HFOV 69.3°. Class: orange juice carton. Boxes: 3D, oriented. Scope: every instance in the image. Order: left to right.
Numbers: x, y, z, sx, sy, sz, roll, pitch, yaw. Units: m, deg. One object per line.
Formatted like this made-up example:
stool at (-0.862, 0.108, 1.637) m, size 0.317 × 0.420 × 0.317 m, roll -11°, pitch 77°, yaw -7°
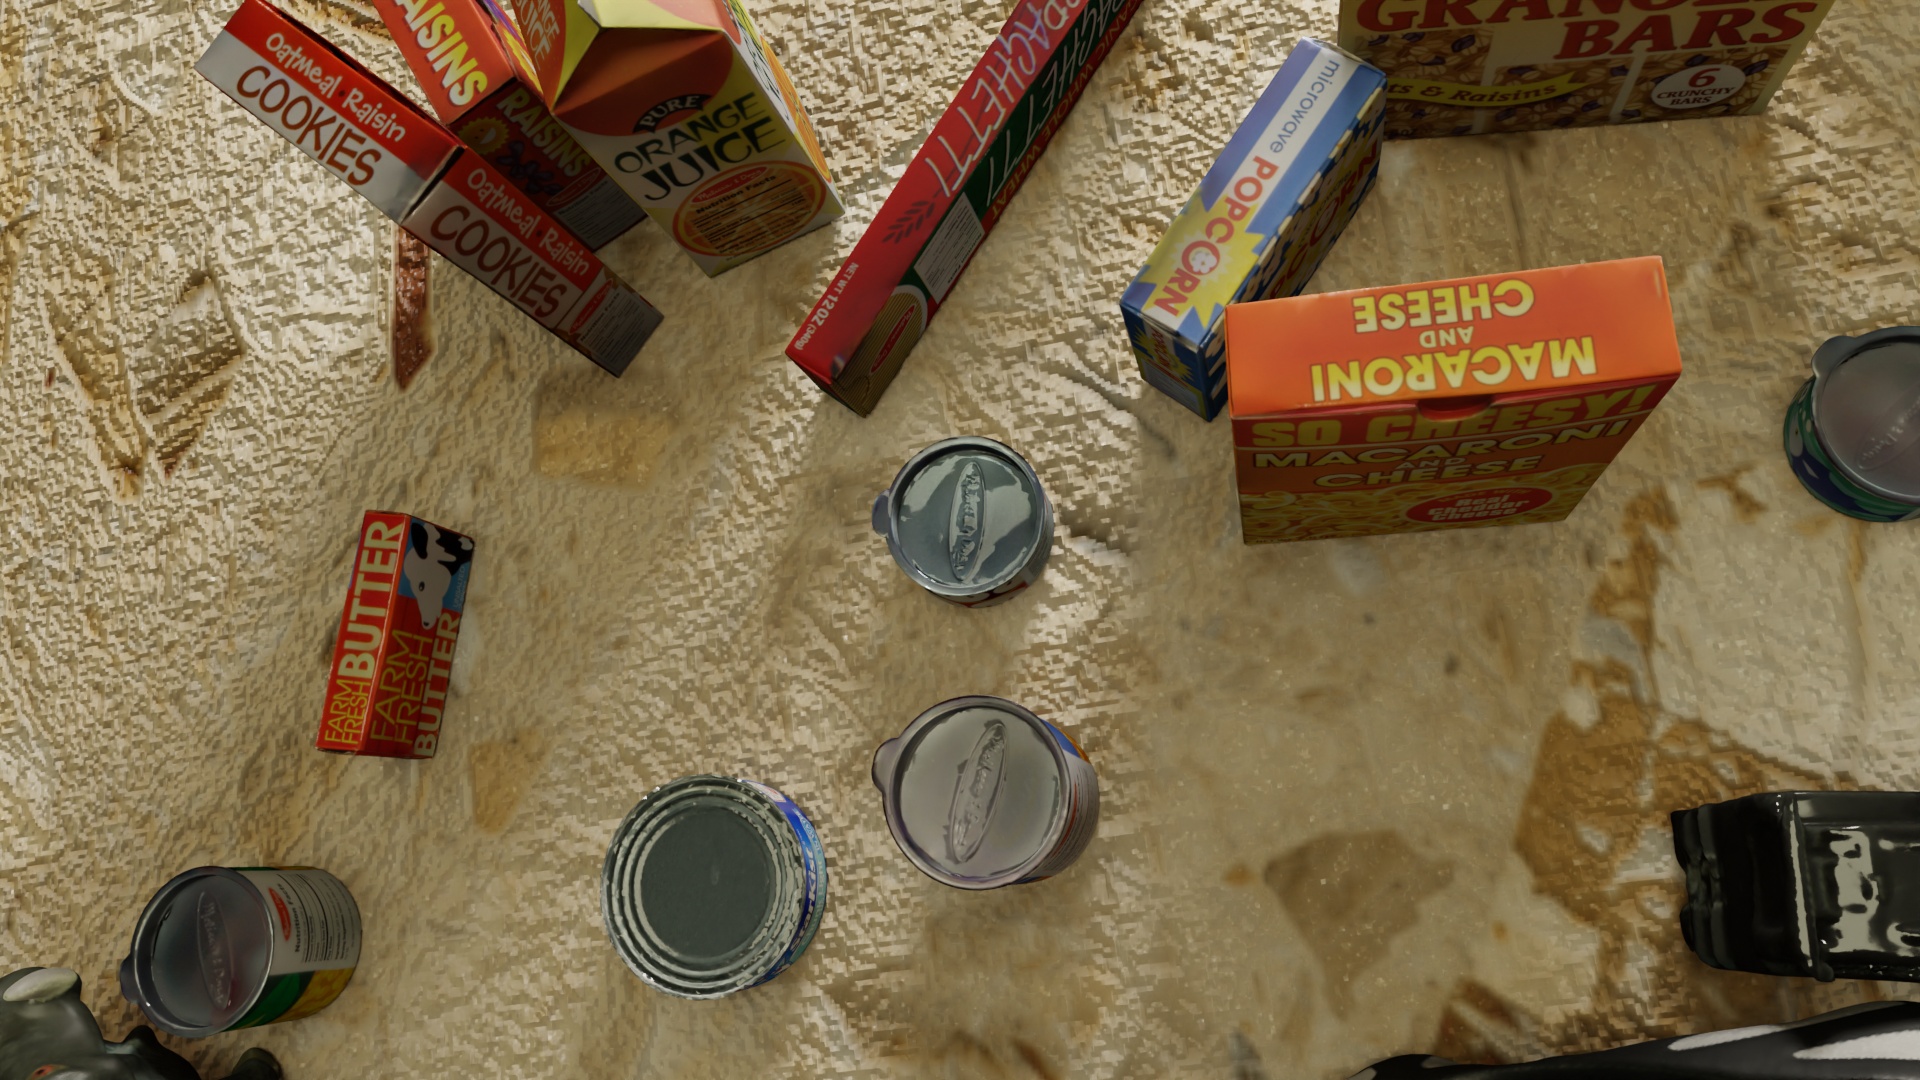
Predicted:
orange juice carton at (-0.116, -0.185, 0.553) m, size 0.073 × 0.192 × 0.072 m, roll -24°, pitch 73°, yaw 7°

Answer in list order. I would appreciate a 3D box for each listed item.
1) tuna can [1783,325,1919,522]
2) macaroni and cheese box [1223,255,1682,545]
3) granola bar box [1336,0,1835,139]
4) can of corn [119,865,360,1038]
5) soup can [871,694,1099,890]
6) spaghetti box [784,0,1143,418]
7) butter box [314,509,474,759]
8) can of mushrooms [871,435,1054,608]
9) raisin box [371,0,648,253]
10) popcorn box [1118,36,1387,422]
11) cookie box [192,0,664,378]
tuna can at (0.335, -0.043, 0.501) m, size 0.071 × 0.033 × 0.071 m, roll -3°, pitch 76°, yaw 12°
macaroni and cheese box at (0.155, -0.038, 0.470) m, size 0.124 × 0.166 × 0.040 m, roll -5°, pitch 76°, yaw 12°
granola bar box at (0.225, -0.200, 0.515) m, size 0.165 × 0.124 × 0.039 m, roll 0°, pitch 77°, yaw 13°
can of corn at (-0.299, 0.170, 0.580) m, size 0.071 × 0.058 × 0.071 m, roll -3°, pitch 77°, yaw 12°
soup can at (0.012, 0.094, 0.515) m, size 0.071 × 0.083 × 0.071 m, roll -3°, pitch 77°, yaw 12°
spaghetti box at (0.011, -0.168, 0.595) m, size 0.029 × 0.050 × 0.250 m, roll 32°, pitch 85°, yaw 18°
butter box at (-0.243, 0.042, 0.601) m, size 0.024 × 0.053 × 0.103 m, roll 4°, pitch 78°, yaw 14°
can of mushrooms at (0.002, -0.007, 0.567) m, size 0.071 × 0.033 × 0.071 m, roll -3°, pitch 76°, yaw 12°
raisin box at (-0.194, -0.190, 0.608) m, size 0.040 × 0.123 × 0.086 m, roll -34°, pitch 72°, yaw 4°
popcorn box at (0.115, -0.118, 0.541) m, size 0.038 × 0.085 × 0.127 m, roll 34°, pitch 86°, yaw 18°
cookie box at (-0.211, -0.140, 0.577) m, size 0.123 × 0.167 × 0.040 m, roll 35°, pitch 87°, yaw 18°
